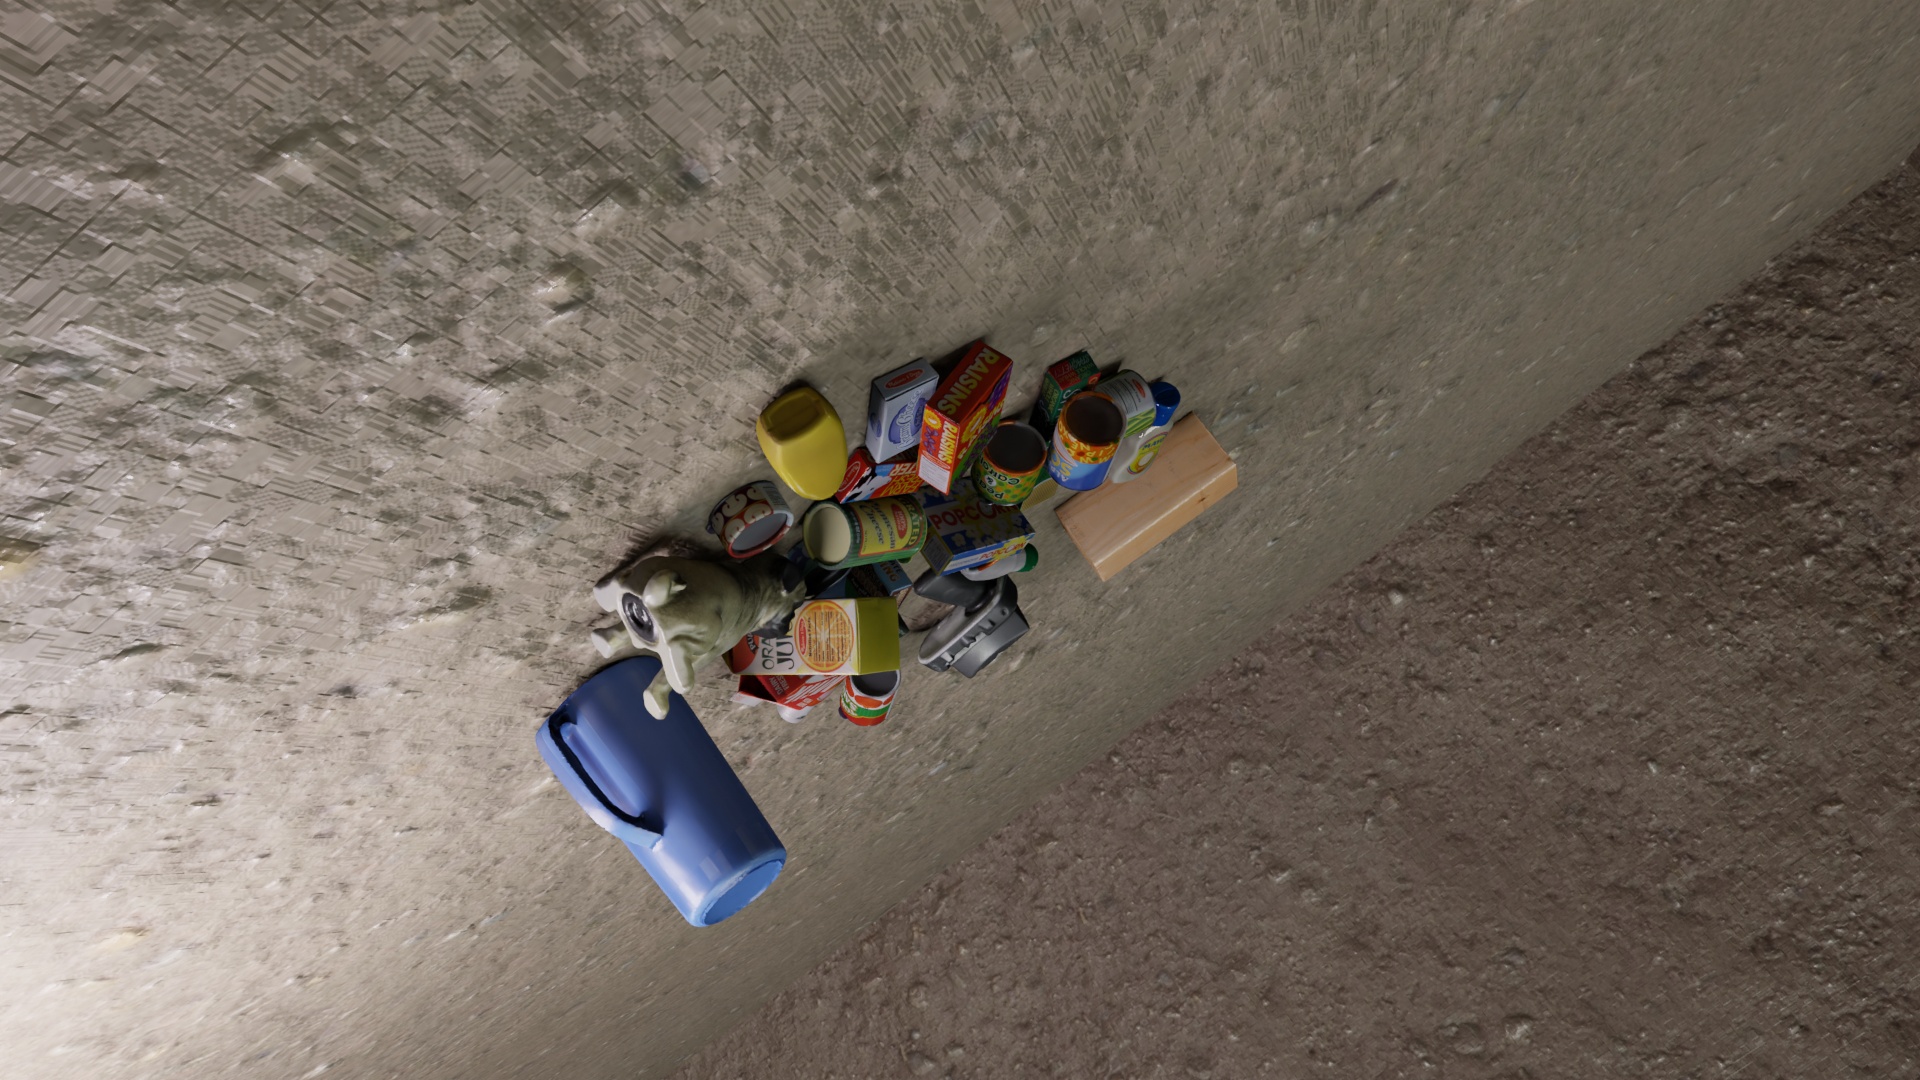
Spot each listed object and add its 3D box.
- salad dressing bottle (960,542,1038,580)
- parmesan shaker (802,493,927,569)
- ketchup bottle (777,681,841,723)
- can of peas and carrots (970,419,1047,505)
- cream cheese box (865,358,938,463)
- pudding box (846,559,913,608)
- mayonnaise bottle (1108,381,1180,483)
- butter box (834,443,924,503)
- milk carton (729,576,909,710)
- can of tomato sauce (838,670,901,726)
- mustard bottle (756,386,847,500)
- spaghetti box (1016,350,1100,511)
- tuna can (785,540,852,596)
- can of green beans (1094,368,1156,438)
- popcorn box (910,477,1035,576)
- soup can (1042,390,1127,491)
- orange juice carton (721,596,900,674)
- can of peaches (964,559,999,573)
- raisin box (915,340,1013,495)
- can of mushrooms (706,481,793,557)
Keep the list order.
[{"bbox_3d":[0.046,0.019,1.631,0.064,0.044,0.148,-44,160,19],"label":"salad dressing bottle"},{"bbox_3d":[-0.089,-0.007,1.303,0.103,0.071,0.071,-10,148,-51],"label":"parmesan shaker"},{"bbox_3d":[-0.162,0.156,1.607,0.065,0.043,0.148,-11,150,-50],"label":"ketchup bottle"},{"bbox_3d":[0.046,-0.076,1.372,0.071,0.071,0.058,-25,157,-26],"label":"can of peas and carrots"},{"bbox_3d":[-0.051,-0.110,1.195,0.053,0.024,0.103,-27,159,-20],"label":"cream cheese box"},{"bbox_3d":[-0.086,0.029,1.374,0.030,0.084,0.049,-18,154,-40],"label":"pudding box"},{"bbox_3d":[0.208,-0.122,1.570,0.065,0.041,0.147,-24,158,-24],"label":"mayonnaise bottle"},{"bbox_3d":[-0.067,-0.064,1.279,0.104,0.024,0.053,-11,150,-49],"label":"butter box"},{"bbox_3d":[-0.158,0.118,1.480,0.190,0.073,0.072,-36,161,4],"label":"milk carton"},{"bbox_3d":[-0.114,0.184,1.720,0.071,0.071,0.082,-25,158,-26],"label":"can of tomato sauce"},{"bbox_3d":[-0.124,-0.069,1.137,0.065,0.049,0.159,-32,161,-9],"label":"mustard bottle"},{"bbox_3d":[0.093,-0.107,1.436,0.050,0.029,0.248,-27,159,-21],"label":"spaghetti box"},{"bbox_3d":[-0.137,0.021,1.347,0.071,0.033,0.070,-31,160,-12],"label":"tuna can"},{"bbox_3d":[0.157,-0.135,1.419,0.058,0.071,0.071,-25,158,-26],"label":"can of green beans"},{"bbox_3d":[0.005,-0.018,1.413,0.127,0.085,0.038,-14,151,-45],"label":"popcorn box"},{"bbox_3d":[0.120,-0.097,1.359,0.071,0.071,0.083,-27,158,-21],"label":"soup can"},{"bbox_3d":[-0.158,0.093,1.349,0.192,0.073,0.072,-4,177,31],"label":"orange juice carton"},{"bbox_3d":[0.020,-0.007,1.503,0.071,0.058,0.071,-30,160,-12],"label":"can of peaches"},{"bbox_3d":[0.002,-0.107,1.227,0.086,0.040,0.122,-52,168,-25],"label":"raisin box"},{"bbox_3d":[-0.180,-0.016,1.190,0.071,0.033,0.070,-32,161,-12],"label":"can of mushrooms"}]
